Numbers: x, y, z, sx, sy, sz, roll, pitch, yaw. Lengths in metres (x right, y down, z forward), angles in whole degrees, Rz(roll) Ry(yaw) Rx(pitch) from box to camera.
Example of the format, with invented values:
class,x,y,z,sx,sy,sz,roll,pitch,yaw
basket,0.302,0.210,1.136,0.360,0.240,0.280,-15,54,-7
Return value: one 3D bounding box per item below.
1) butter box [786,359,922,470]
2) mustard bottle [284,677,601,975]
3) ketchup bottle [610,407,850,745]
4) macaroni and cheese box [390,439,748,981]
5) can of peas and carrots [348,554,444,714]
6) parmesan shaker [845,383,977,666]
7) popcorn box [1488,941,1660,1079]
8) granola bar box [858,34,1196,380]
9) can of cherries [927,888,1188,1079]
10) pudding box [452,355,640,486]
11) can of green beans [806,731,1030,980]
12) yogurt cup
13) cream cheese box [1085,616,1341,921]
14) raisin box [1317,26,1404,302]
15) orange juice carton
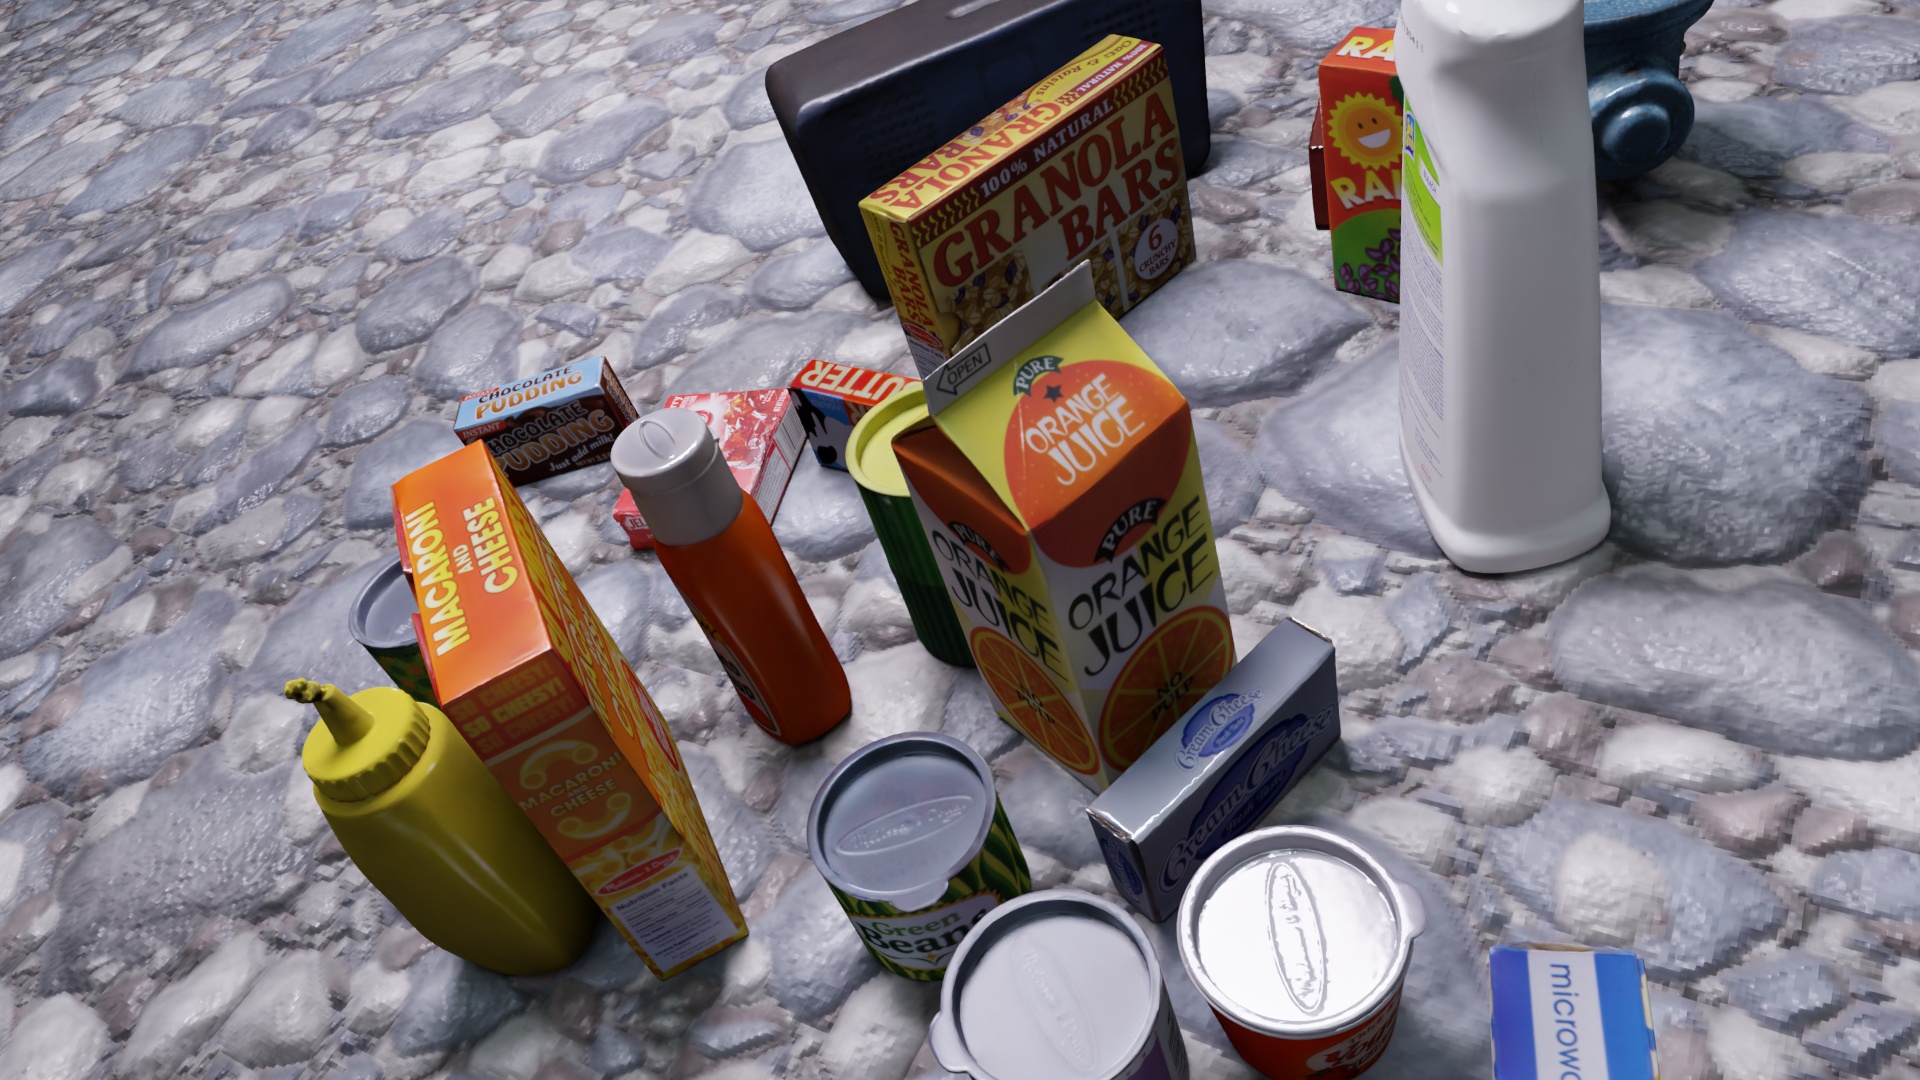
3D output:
class,x,y,z,sx,sy,sz,roll,pitch,yaw
butter box,-0.030,-0.052,0.659,0.103,0.053,0.024,14,53,31
mustard bottle,-0.183,0.096,0.485,0.065,0.159,0.049,-3,45,18
ketchup bottle,-0.088,0.014,0.542,0.043,0.148,0.065,-33,44,-13
macaroni and cheese box,-0.139,0.063,0.498,0.040,0.165,0.124,-28,43,-8
can of peas and carrots,-0.230,0.042,0.631,0.071,0.058,0.071,-10,44,10
parmesan shaker,0.002,-0.007,0.564,0.071,0.102,0.072,-10,44,10
popcorn box,0.151,0.175,0.337,0.038,0.084,0.127,-2,46,19
granola bar box,0.041,-0.152,0.683,0.166,0.123,0.039,-39,46,-20
can of cherries,0.031,0.151,0.425,0.071,0.058,0.072,-10,44,10
pudding box,-0.219,-0.063,0.741,0.084,0.049,0.030,-15,43,5
can of green beans,-0.013,0.110,0.483,0.071,0.057,0.071,-10,44,10
yogurt cup,0.104,0.130,0.424,0.072,0.053,0.073,-10,44,10
cream cheese box,0.091,0.079,0.480,0.104,0.053,0.024,-40,46,-20
raisin box,0.214,-0.167,0.636,0.086,0.122,0.040,22,57,36
orange juice carton,0.038,-0.001,0.479,0.072,0.191,0.073,-38,46,-19
